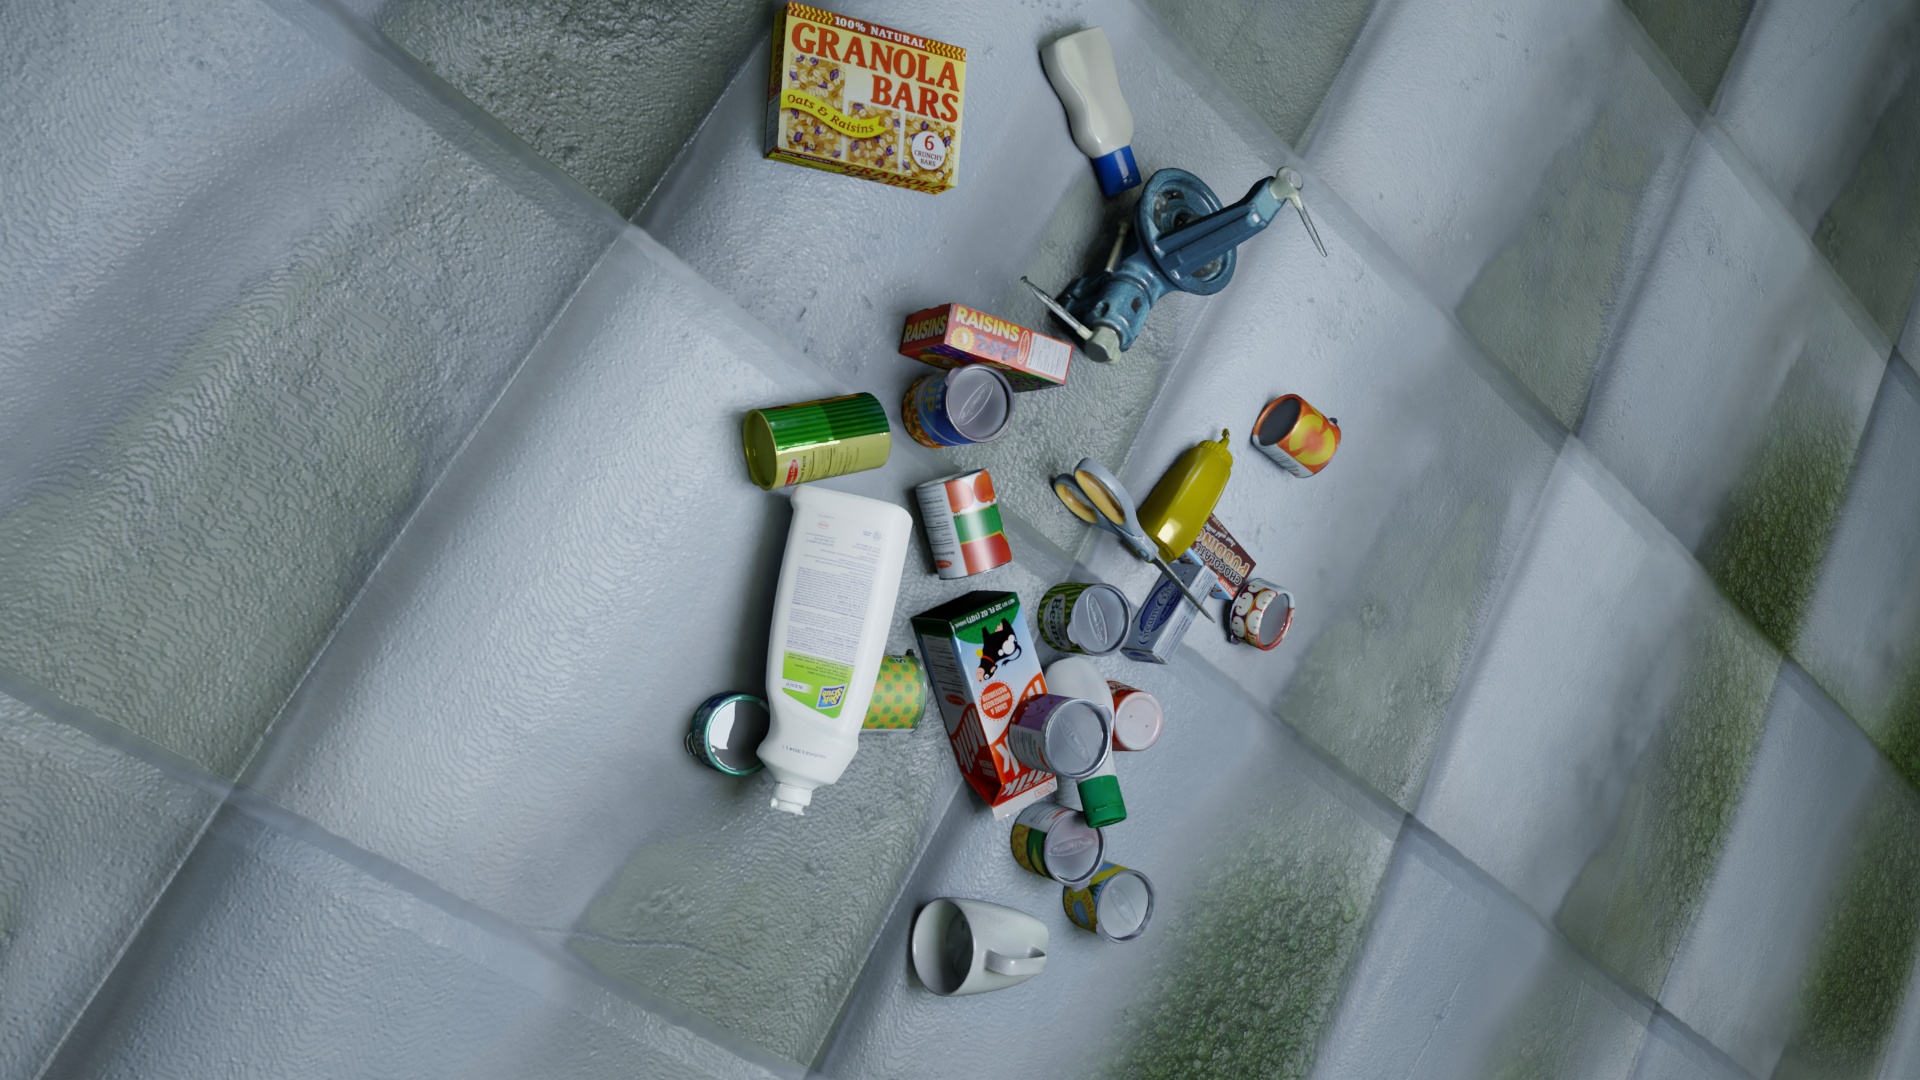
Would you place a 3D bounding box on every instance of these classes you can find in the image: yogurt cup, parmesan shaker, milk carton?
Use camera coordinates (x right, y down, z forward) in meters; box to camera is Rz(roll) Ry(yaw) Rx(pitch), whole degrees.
[{"bbox_3d":[0.150,0.164,1.283,0.072,0.054,0.072,0,90,-28],"label":"yogurt cup"},{"bbox_3d":[-0.118,-0.081,1.135,0.103,0.071,0.071,-13,96,-29],"label":"parmesan shaker"},{"bbox_3d":[0.031,0.144,1.206,0.072,0.073,0.190,-22,100,-28],"label":"milk carton"}]

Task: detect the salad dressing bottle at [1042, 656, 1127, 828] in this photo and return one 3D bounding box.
[{"bbox_3d":[0.112,0.179,1.233,0.064,0.044,0.148,-17,66,10],"label":"salad dressing bottle"}]

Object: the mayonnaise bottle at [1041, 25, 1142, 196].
[{"bbox_3d":[0.127,-0.395,1.288,0.065,0.041,0.147,-27,103,-25],"label":"mayonnaise bottle"}]

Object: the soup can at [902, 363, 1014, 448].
[{"bbox_3d":[-0.005,-0.115,1.185,0.071,0.083,0.071,1,89,-29],"label":"soup can"}]

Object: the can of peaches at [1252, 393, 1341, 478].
[{"bbox_3d":[0.335,-0.106,1.382,0.058,0.071,0.071,32,75,-24],"label":"can of peaches"}]

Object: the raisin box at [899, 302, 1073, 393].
[{"bbox_3d":[0.022,-0.166,1.200,0.123,0.086,0.040,15,84,-28],"label":"raisin box"}]

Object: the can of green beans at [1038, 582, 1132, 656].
[{"bbox_3d":[0.113,0.071,1.261,0.071,0.058,0.071,0,89,-29],"label":"can of green beans"}]

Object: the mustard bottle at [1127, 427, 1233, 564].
[{"bbox_3d":[0.220,-0.048,1.321,0.048,0.065,0.161,45,66,-16],"label":"mustard bottle"}]

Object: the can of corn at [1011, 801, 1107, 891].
[{"bbox_3d":[0.088,0.273,1.244,0.071,0.058,0.071,0,89,-29],"label":"can of corn"}]

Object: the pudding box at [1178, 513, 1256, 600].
[{"bbox_3d":[0.243,0.013,1.350,0.083,0.030,0.050,46,70,-20],"label":"pudding box"}]

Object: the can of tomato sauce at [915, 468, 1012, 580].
[{"bbox_3d":[0.004,-0.015,1.199,0.071,0.071,0.083,-19,98,-28],"label":"can of tomato sauce"}]

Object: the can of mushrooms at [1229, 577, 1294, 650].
[{"bbox_3d":[0.296,0.075,1.363,0.071,0.033,0.070,-23,124,-40],"label":"can of mushrooms"}]

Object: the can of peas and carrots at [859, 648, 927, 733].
[{"bbox_3d":[-0.068,0.125,1.156,0.059,0.071,0.071,4,88,-28],"label":"can of peas and carrots"}]

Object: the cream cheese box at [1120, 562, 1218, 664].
[{"bbox_3d":[0.196,0.068,1.310,0.024,0.053,0.104,41,71,-24],"label":"cream cheese box"}]

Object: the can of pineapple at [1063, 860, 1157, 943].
[{"bbox_3d":[0.135,0.329,1.269,0.071,0.058,0.071,1,89,-29],"label":"can of pineapple"}]

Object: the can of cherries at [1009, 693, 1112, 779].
[{"bbox_3d":[0.085,0.161,1.160,0.071,0.058,0.071,1,88,-30],"label":"can of cherries"}]

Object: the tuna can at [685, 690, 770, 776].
[{"bbox_3d":[-0.182,0.155,1.112,0.071,0.033,0.071,1,89,-29],"label":"tuna can"}]

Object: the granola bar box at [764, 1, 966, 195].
[{"bbox_3d":[-0.079,-0.370,1.174,0.166,0.039,0.124,5,87,-28],"label":"granola bar box"}]
